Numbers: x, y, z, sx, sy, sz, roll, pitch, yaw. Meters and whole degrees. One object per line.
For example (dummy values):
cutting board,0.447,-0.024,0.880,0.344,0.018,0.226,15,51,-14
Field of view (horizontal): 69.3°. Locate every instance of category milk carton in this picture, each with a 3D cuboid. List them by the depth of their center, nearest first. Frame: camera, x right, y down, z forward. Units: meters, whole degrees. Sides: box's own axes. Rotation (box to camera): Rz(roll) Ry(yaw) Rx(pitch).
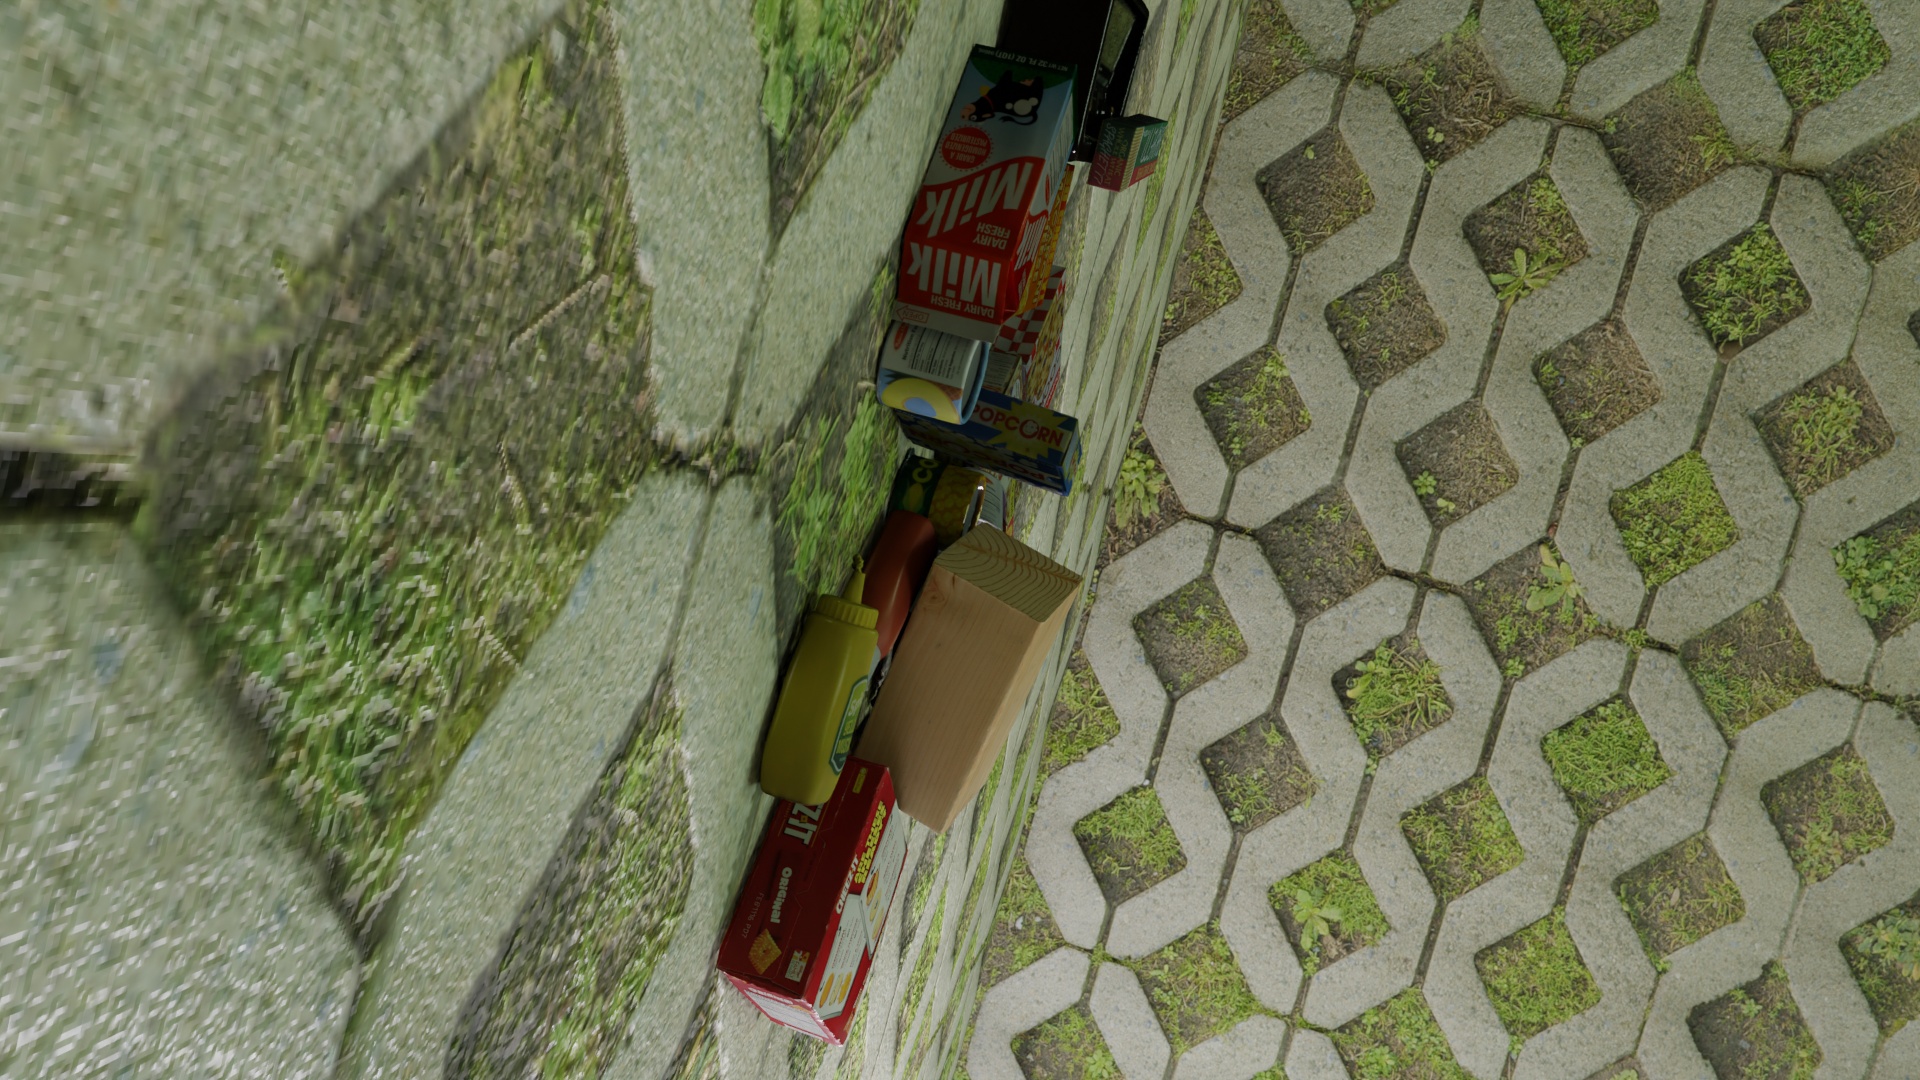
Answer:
milk carton,0.017,-0.219,0.904,0.073,0.072,0.191,76,31,-71

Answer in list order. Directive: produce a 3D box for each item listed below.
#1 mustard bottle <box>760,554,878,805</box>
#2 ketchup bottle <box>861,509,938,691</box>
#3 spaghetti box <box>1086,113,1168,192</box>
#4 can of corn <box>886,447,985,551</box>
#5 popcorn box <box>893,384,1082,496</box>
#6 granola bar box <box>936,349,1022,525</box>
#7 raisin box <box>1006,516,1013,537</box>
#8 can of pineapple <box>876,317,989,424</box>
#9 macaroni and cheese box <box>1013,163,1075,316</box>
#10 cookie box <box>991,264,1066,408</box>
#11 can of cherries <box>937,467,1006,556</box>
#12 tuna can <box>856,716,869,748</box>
mustard bottle,-0.084,0.087,0.886,0.065,0.049,0.160,23,83,-82
ketchup bottle,-0.059,0.048,0.979,0.064,0.043,0.149,95,15,-47
spaghetti box,0.140,-0.321,1.139,0.251,0.029,0.050,-52,158,-68
can of corn,-0.017,-0.029,1.048,0.071,0.058,0.071,14,92,-80
popcorn box,0.021,-0.077,0.986,0.085,0.127,0.038,63,48,-75
granola bar box,0.020,-0.064,1.211,0.164,0.039,0.125,87,21,-46
raisin box,0.021,-0.003,1.355,0.122,0.040,0.086,86,21,-59
can of pineapple,-0.017,-0.114,0.917,0.071,0.058,0.071,13,92,-80
macaroni and cheese box,0.045,-0.245,1.106,0.167,0.040,0.123,-43,148,-70
cookie box,0.063,-0.165,1.329,0.166,0.040,0.123,87,21,-58
can of cherries,0.004,-0.014,1.124,0.059,0.071,0.071,-90,-176,-47
tuna can,-0.055,0.172,1.143,0.071,0.071,0.032,-49,154,-67
